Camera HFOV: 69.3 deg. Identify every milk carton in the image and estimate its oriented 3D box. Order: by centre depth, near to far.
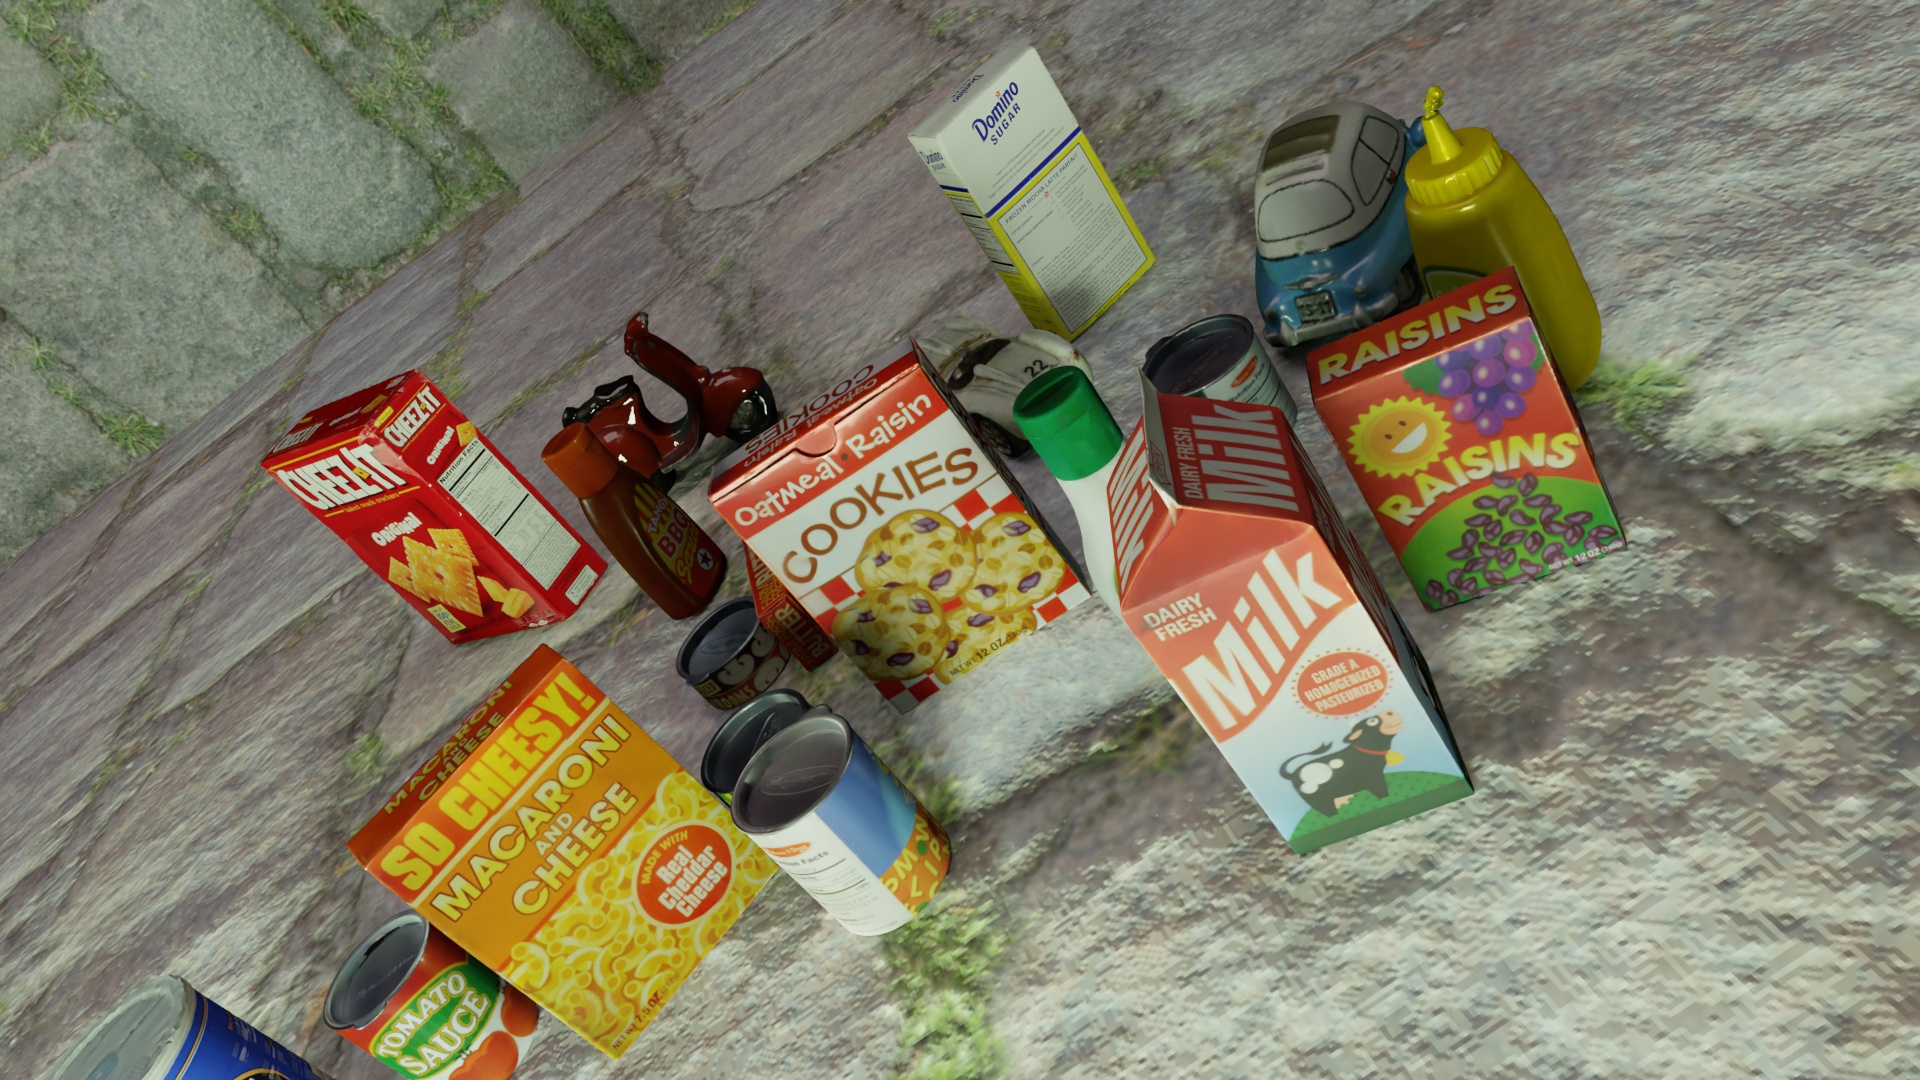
[{"bbox_3d":[0.111,0.024,0.503,0.073,0.190,0.073,-26,32,20],"label":"milk carton"}]

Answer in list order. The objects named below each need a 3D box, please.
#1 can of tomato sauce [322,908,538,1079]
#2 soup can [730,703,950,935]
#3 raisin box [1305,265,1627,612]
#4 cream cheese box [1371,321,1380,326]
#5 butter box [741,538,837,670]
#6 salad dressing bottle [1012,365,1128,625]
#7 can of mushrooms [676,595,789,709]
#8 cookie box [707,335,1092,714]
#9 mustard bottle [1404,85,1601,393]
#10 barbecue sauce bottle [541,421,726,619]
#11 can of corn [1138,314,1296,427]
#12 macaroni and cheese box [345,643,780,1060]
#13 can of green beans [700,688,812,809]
[{"bbox_3d":[-0.268,0.241,0.709,0.071,0.083,0.071,-27,32,18],"label":"can of tomato sauce"},{"bbox_3d":[-0.052,0.128,0.637,0.071,0.083,0.072,-27,32,18],"label":"soup can"},{"bbox_3d":[0.203,-0.037,0.556,0.086,0.123,0.040,-22,34,25],"label":"raisin box"},{"bbox_3d":[0.222,-0.062,0.639,0.024,0.053,0.104,-38,30,0],"label":"cream cheese box"},{"bbox_3d":[-0.106,0.032,0.854,0.024,0.053,0.104,-35,30,5],"label":"butter box"},{"bbox_3d":[0.075,-0.014,0.634,0.064,0.147,0.044,-36,30,3],"label":"salad dressing bottle"},{"bbox_3d":[-0.140,0.071,0.856,0.071,0.033,0.071,-26,32,18],"label":"can of mushrooms"},{"bbox_3d":[-0.028,-0.003,0.707,0.123,0.167,0.040,-33,31,9],"label":"cookie box"},{"bbox_3d":[0.232,-0.131,0.617,0.049,0.159,0.065,-46,31,-14],"label":"mustard bottle"},{"bbox_3d":[-0.222,-0.015,0.944,0.043,0.148,0.065,-21,34,27],"label":"barbecue sauce bottle"},{"bbox_3d":[0.137,-0.078,0.745,0.071,0.058,0.071,-27,32,18],"label":"can of corn"},{"bbox_3d":[-0.182,0.149,0.662,0.124,0.166,0.040,-49,32,-19],"label":"macaroni and cheese box"},{"bbox_3d":[-0.089,0.119,0.713,0.071,0.057,0.071,-27,32,18],"label":"can of green beans"}]
